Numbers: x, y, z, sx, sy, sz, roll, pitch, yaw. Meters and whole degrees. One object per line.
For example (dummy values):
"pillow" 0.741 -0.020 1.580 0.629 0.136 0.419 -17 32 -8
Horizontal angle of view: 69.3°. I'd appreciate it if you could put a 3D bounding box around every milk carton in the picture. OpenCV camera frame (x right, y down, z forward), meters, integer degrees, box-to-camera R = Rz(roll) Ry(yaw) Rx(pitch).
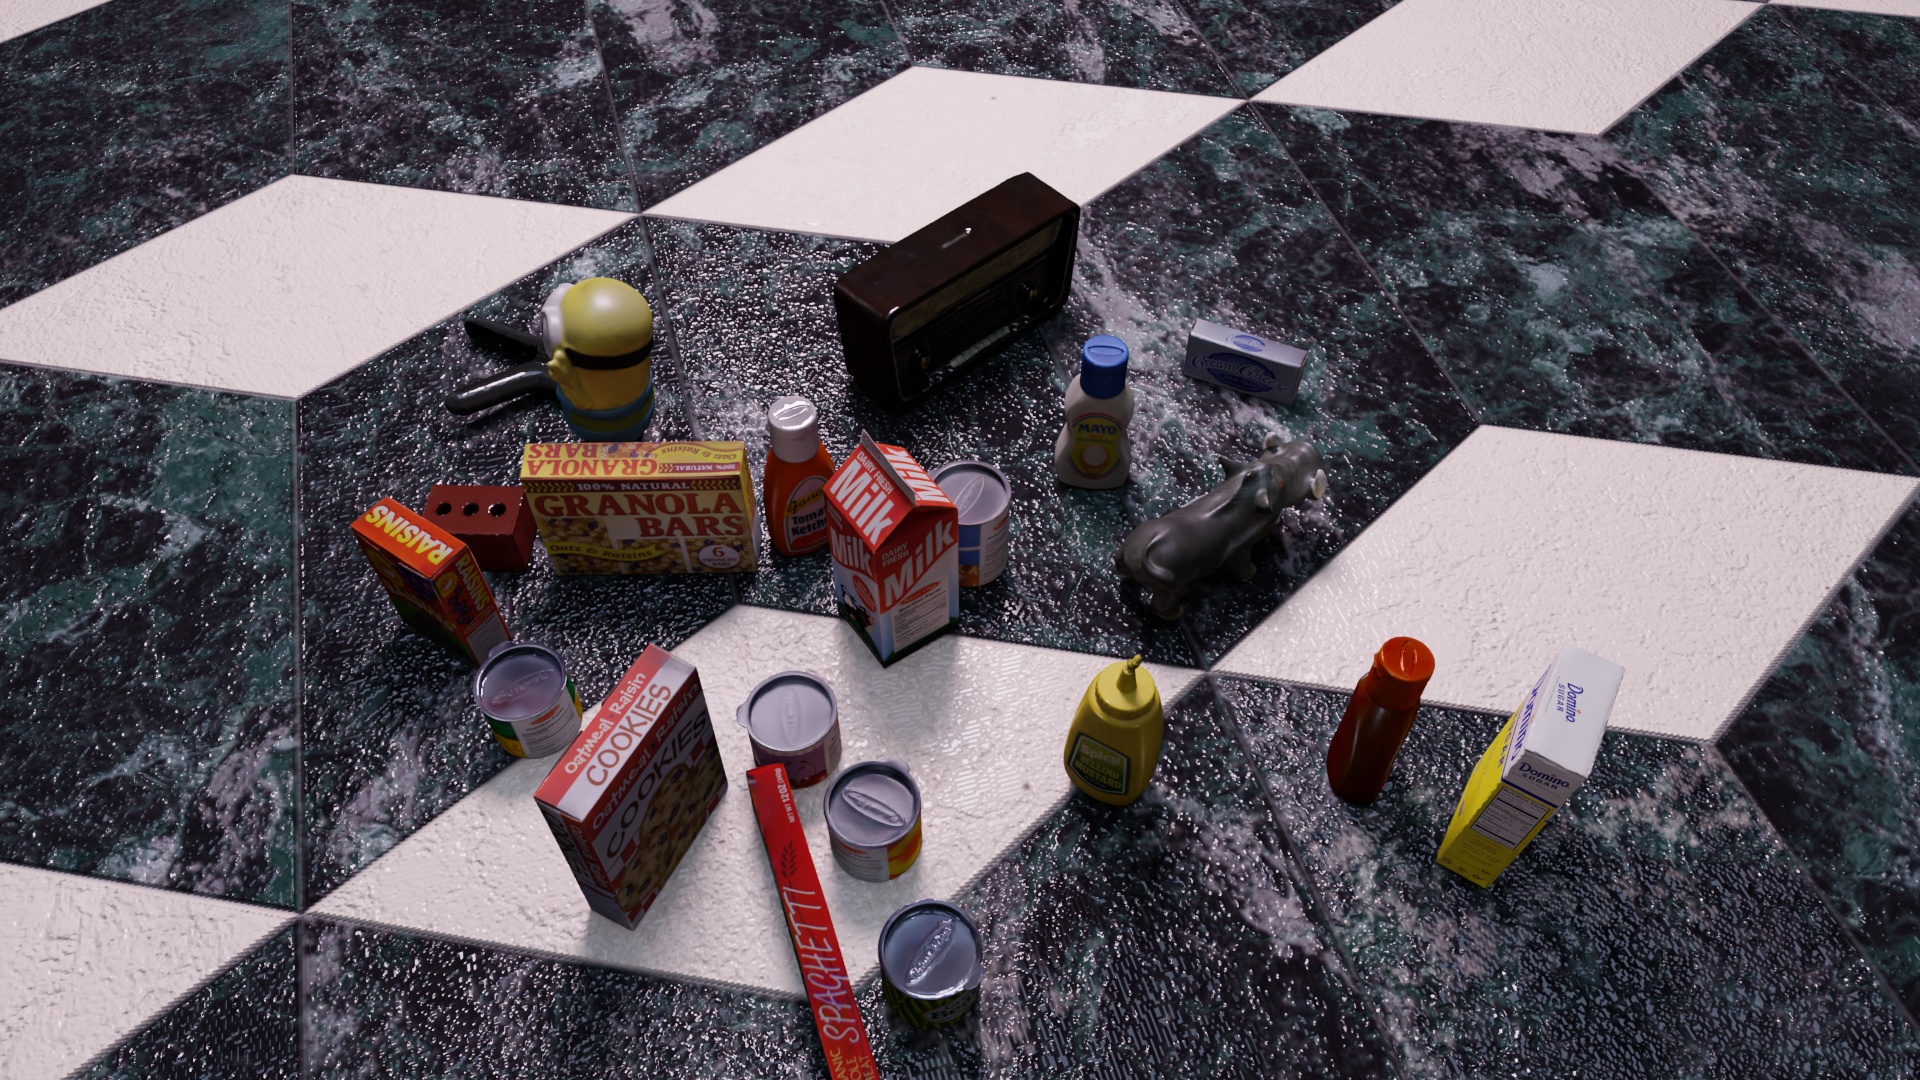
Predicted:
"milk carton" -0.050 0.003 1.023 0.074 0.189 0.072 -28 58 -20

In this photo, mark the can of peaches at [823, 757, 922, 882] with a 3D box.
"can of peaches" -0.058 0.193 0.959 0.071 0.057 0.071 0 52 0

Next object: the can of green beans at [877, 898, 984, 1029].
"can of green beans" -0.019 0.274 0.897 0.071 0.057 0.071 0 52 0

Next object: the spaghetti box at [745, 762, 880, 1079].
"spaghetti box" -0.096 0.264 0.909 0.029 0.050 0.251 -16 54 -12

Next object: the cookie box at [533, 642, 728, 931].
"cookie box" -0.211 0.164 0.912 0.040 0.166 0.123 21 55 16

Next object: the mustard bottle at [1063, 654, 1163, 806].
"mustard bottle" 0.107 0.124 0.949 0.065 0.159 0.049 24 56 18

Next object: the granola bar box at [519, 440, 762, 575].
"granola bar box" -0.245 -0.023 1.085 0.166 0.123 0.039 -1 52 -1

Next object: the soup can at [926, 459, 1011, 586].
"soup can" 0.004 -0.014 1.104 0.071 0.083 0.072 0 52 0

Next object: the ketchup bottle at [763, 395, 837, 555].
"ketchup bottle" -0.126 -0.051 1.091 0.065 0.148 0.044 -24 56 -18

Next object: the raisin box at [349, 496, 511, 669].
"raisin box" -0.395 0.033 1.040 0.086 0.122 0.040 28 57 20

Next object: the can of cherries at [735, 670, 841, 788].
"can of cherries" -0.123 0.137 1.002 0.071 0.058 0.072 0 52 0

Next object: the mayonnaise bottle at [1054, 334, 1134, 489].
"mayonnaise bottle" 0.112 -0.103 1.133 0.065 0.147 0.041 5 53 4

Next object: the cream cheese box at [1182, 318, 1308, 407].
"cream cheese box" 0.252 -0.158 1.236 0.104 0.053 0.024 20 55 15

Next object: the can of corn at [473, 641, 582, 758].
"can of corn" -0.317 0.116 1.018 0.071 0.058 0.071 0 52 0

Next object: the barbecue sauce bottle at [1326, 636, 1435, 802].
"barbecue sauce bottle" 0.290 0.121 0.960 0.044 0.147 0.065 12 53 9
